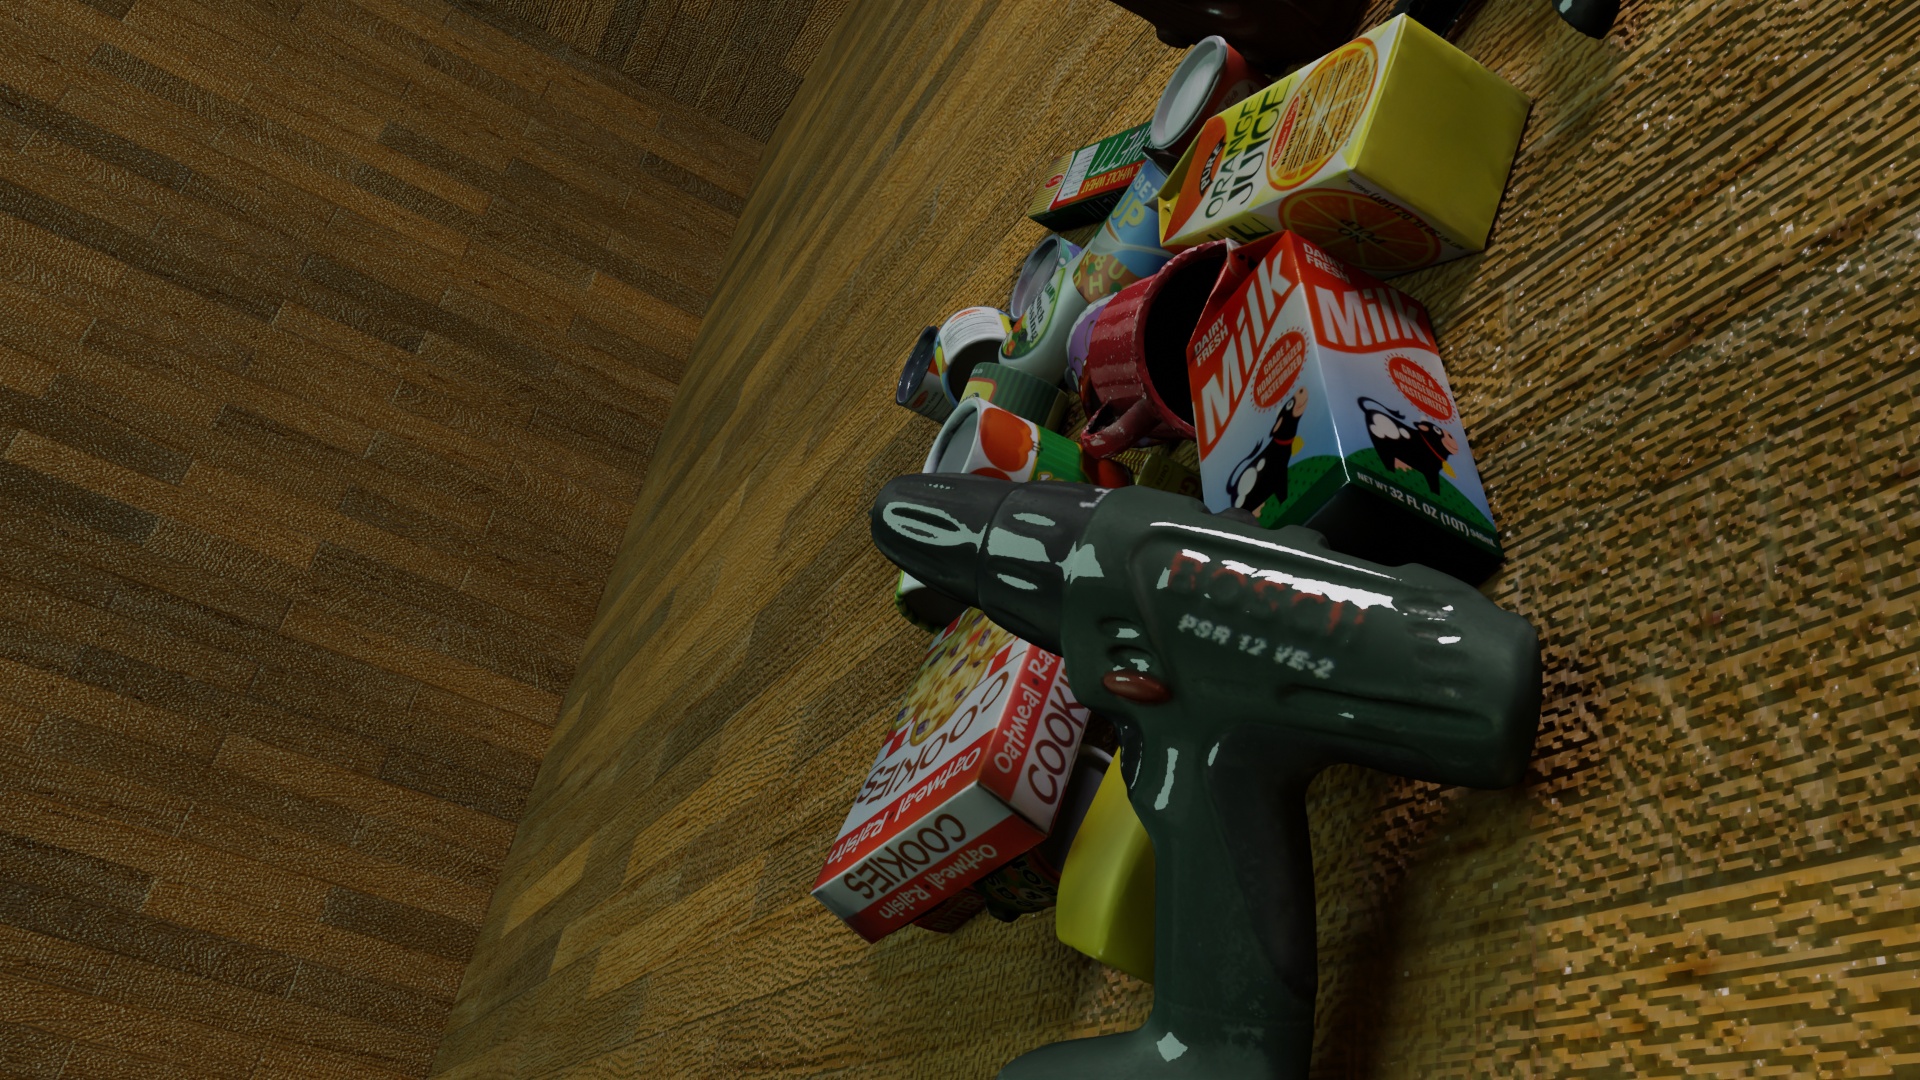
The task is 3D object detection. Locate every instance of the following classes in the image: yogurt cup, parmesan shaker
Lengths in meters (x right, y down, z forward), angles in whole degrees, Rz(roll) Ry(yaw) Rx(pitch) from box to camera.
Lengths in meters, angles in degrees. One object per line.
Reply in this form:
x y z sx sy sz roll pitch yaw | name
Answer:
0.148 -0.241 0.785 0.072 0.054 0.073 -53 23 34 | yogurt cup
0.020 -0.054 0.885 0.103 0.071 0.071 -68 19 -7 | parmesan shaker

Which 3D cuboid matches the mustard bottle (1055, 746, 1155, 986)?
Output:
0.092 0.089 0.535 0.049 0.065 0.160 -4 58 63 | mustard bottle

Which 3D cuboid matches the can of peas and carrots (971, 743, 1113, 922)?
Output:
0.039 0.130 0.615 0.058 0.071 0.071 -38 34 53 | can of peas and carrots

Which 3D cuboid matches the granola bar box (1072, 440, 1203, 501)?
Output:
0.059 0.010 0.746 0.124 0.039 0.165 -67 19 0 | granola bar box

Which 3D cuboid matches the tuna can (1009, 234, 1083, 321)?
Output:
0.064 -0.176 0.963 0.070 0.033 0.071 -53 23 34 | tuna can

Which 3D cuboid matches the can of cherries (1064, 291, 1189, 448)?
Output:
0.091 -0.089 0.735 0.071 0.071 0.059 -56 22 27 | can of cherries

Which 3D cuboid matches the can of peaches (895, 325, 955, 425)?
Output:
-0.008 -0.123 1.055 0.071 0.058 0.071 -54 22 33 | can of peaches

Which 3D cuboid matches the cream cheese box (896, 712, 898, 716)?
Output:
-0.033 0.158 0.815 0.053 0.024 0.104 102 176 -48 | cream cheese box

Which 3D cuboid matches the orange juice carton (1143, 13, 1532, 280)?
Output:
0.157 -0.160 0.636 0.192 0.072 0.073 -2 66 69 | orange juice carton

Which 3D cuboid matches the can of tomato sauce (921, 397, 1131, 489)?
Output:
0.030 -0.023 0.668 0.071 0.083 0.071 -54 22 34 | can of tomato sauce

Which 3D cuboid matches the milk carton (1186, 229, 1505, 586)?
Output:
0.142 -0.053 0.549 0.073 0.072 0.191 -51 24 39 | milk carton

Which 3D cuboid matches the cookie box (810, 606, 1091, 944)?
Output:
0.010 0.080 0.606 0.122 0.040 0.168 -42 14 40 | cookie box

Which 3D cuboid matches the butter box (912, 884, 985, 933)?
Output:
-0.001 0.156 0.755 0.053 0.024 0.104 -50 24 41 | butter box

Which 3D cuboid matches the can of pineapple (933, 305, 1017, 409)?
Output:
0.018 -0.123 0.979 0.070 0.071 0.058 -58 20 22 | can of pineapple

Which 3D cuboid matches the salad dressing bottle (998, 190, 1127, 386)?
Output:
0.080 -0.158 0.883 0.147 0.044 0.064 -50 23 38 | salad dressing bottle

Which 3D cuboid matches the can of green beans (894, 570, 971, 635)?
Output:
0.003 0.013 0.726 0.071 0.071 0.058 -38 35 54 | can of green beans

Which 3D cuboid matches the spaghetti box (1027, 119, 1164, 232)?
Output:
0.107 -0.247 0.937 0.050 0.028 0.250 -66 19 -1 | spaghetti box

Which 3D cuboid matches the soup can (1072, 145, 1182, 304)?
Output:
0.108 -0.165 0.772 0.083 0.071 0.072 -55 22 29 | soup can
